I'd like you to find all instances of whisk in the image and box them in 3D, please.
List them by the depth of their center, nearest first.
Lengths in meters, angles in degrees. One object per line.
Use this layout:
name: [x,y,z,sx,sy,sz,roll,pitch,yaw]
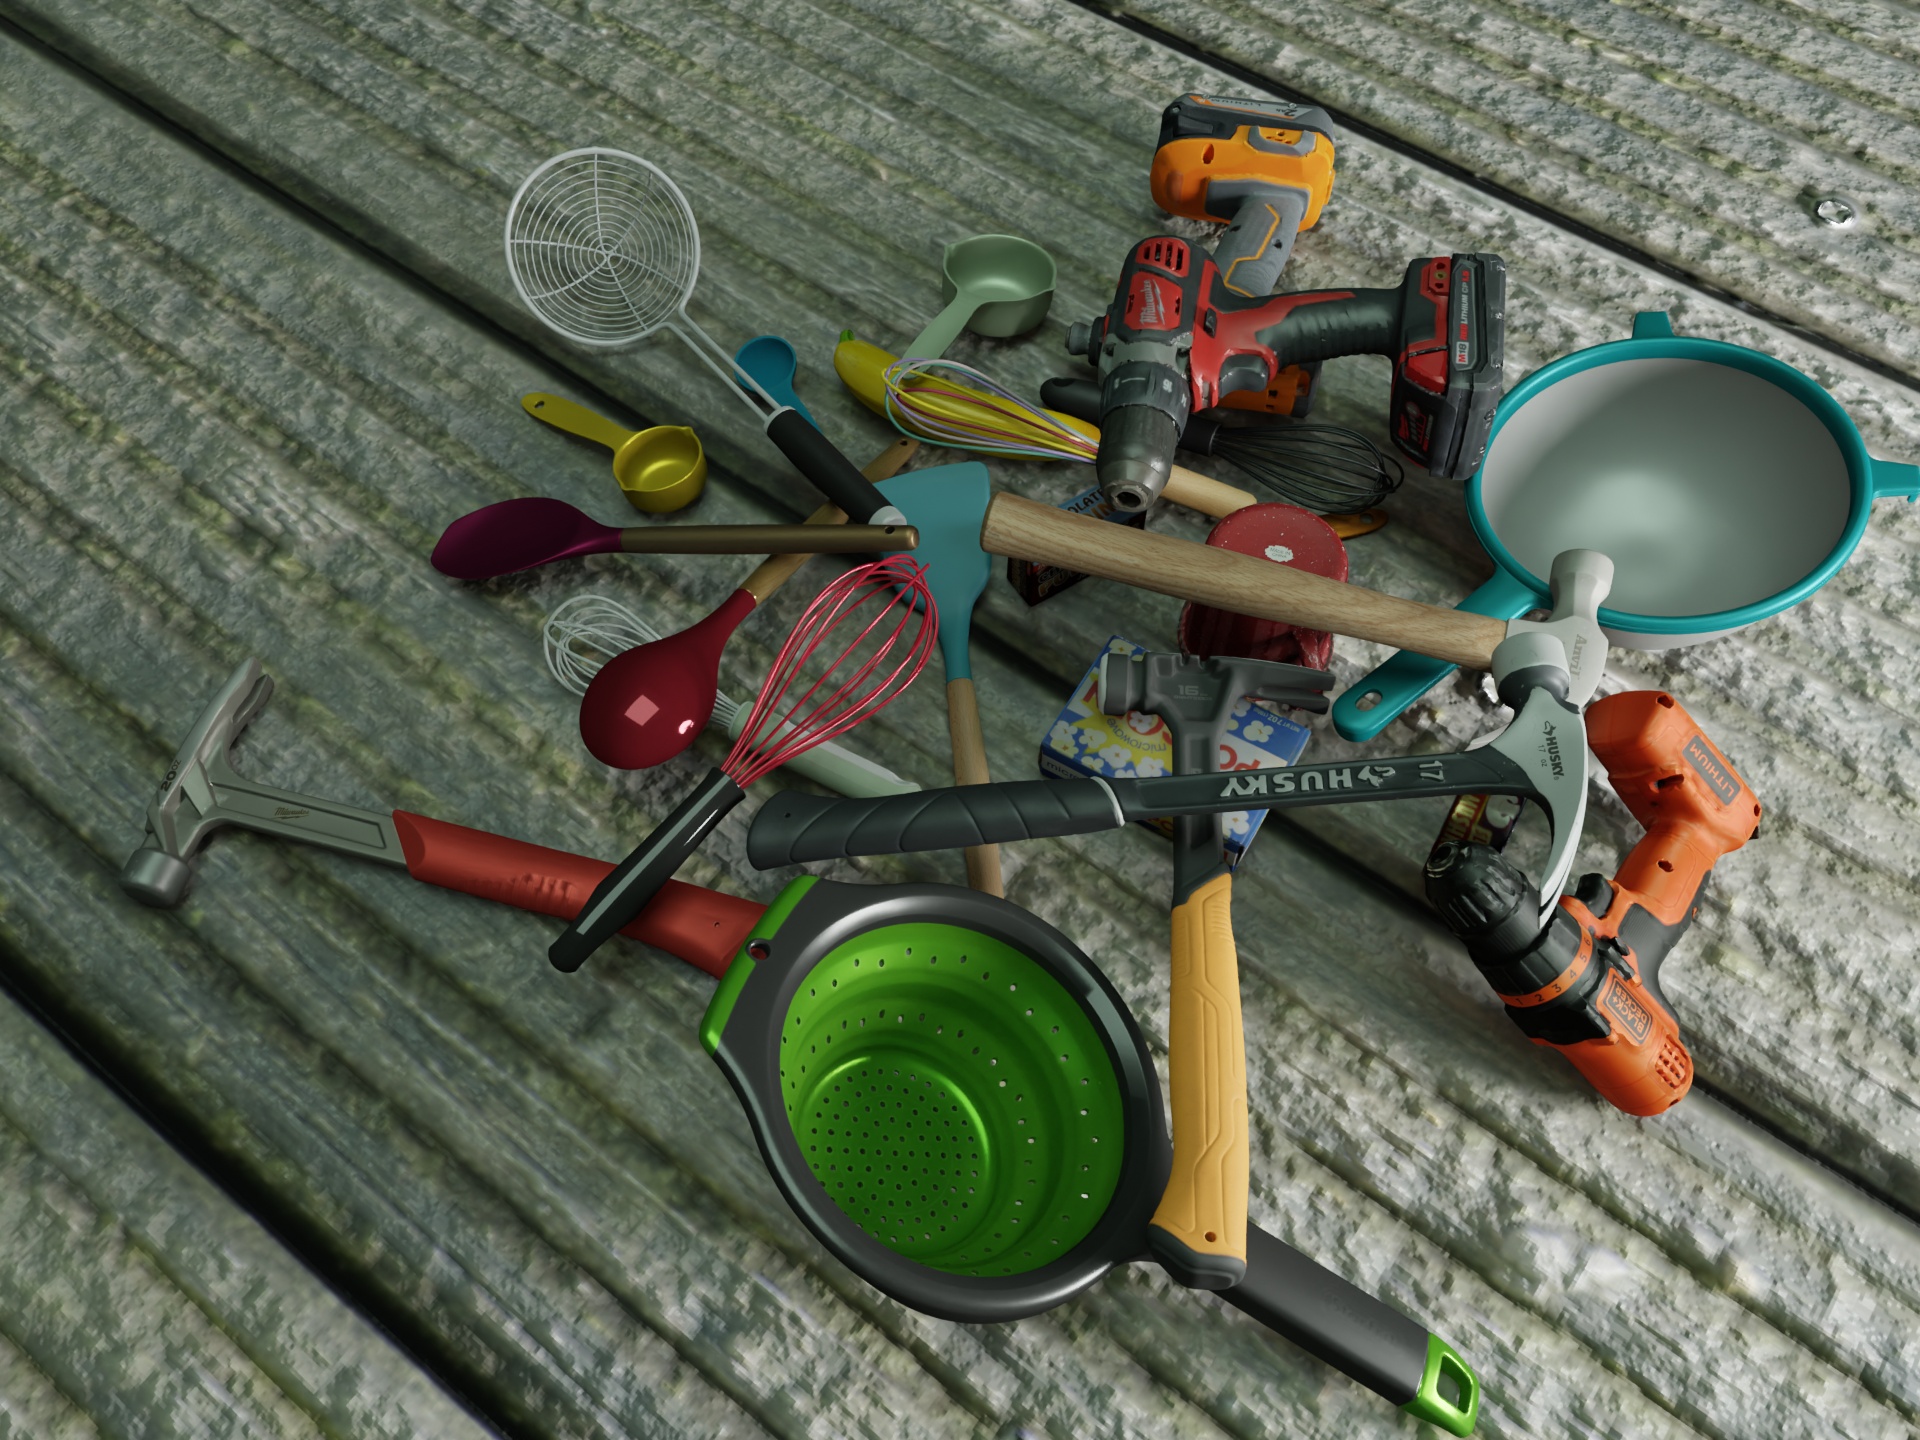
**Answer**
whisk: [-0.109,0.019,0.842,0.073,0.073,0.296,34,69,19]
whisk: [-0.131,-0.004,0.903,0.246,0.058,0.059,25,98,10]
whisk: [0.066,-0.165,0.967,0.245,0.047,0.051,19,91,-7]
whisk: [0.160,-0.179,0.998,0.239,0.055,0.055,20,62,18]

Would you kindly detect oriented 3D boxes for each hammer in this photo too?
hammer: [0.091,0.043,0.773,0.409,0.036,0.149,-6,50,13]
hammer: [0.126,0.105,0.774,0.127,0.034,0.337,4,53,3]
hammer: [0.171,-0.065,0.845,0.331,0.031,0.130,15,67,9]
hammer: [-0.265,0.068,0.867,0.359,0.036,0.149,13,61,9]

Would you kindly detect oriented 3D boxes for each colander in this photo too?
colander: [0.054,0.229,0.745,0.397,0.094,0.205,32,47,-2]

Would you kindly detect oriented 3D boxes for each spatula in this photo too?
spatula: [-0.001,-0.003,0.900,0.082,0.044,0.318,-12,61,7]

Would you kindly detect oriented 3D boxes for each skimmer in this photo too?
skimmer: [-0.159,-0.232,0.989,0.127,0.090,0.364,-44,59,1]

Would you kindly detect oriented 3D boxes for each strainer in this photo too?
strainer: [0.352,-0.078,0.917,0.340,0.095,0.211,-37,56,-7]

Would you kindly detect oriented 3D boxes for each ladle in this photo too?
ladle: [-0.109,-0.084,0.926,0.069,0.031,0.315,29,51,13]

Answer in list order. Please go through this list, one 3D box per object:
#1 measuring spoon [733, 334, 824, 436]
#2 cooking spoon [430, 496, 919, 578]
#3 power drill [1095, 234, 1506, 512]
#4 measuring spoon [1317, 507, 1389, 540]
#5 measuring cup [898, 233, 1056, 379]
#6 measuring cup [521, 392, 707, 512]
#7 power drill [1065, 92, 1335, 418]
measuring spoon: [-0.107,-0.194,1.032,0.042,0.021,0.129,-28,72,-2]
cooking spoon: [-0.174,-0.106,0.936,0.319,0.017,0.069,2,52,20]
power drill: [0.189,-0.194,0.915,0.227,0.080,0.188,6,60,11]
measuring spoon: [0.210,-0.118,0.982,0.117,0.011,0.021,-11,60,-6]
measuring cup: [0.003,-0.258,1.039,0.083,0.038,0.168,25,54,15]
measuring cup: [-0.225,-0.175,1.020,0.157,0.029,0.062,27,63,29]
power drill: [0.163,-0.307,1.056,0.164,0.084,0.227,8,64,6]
